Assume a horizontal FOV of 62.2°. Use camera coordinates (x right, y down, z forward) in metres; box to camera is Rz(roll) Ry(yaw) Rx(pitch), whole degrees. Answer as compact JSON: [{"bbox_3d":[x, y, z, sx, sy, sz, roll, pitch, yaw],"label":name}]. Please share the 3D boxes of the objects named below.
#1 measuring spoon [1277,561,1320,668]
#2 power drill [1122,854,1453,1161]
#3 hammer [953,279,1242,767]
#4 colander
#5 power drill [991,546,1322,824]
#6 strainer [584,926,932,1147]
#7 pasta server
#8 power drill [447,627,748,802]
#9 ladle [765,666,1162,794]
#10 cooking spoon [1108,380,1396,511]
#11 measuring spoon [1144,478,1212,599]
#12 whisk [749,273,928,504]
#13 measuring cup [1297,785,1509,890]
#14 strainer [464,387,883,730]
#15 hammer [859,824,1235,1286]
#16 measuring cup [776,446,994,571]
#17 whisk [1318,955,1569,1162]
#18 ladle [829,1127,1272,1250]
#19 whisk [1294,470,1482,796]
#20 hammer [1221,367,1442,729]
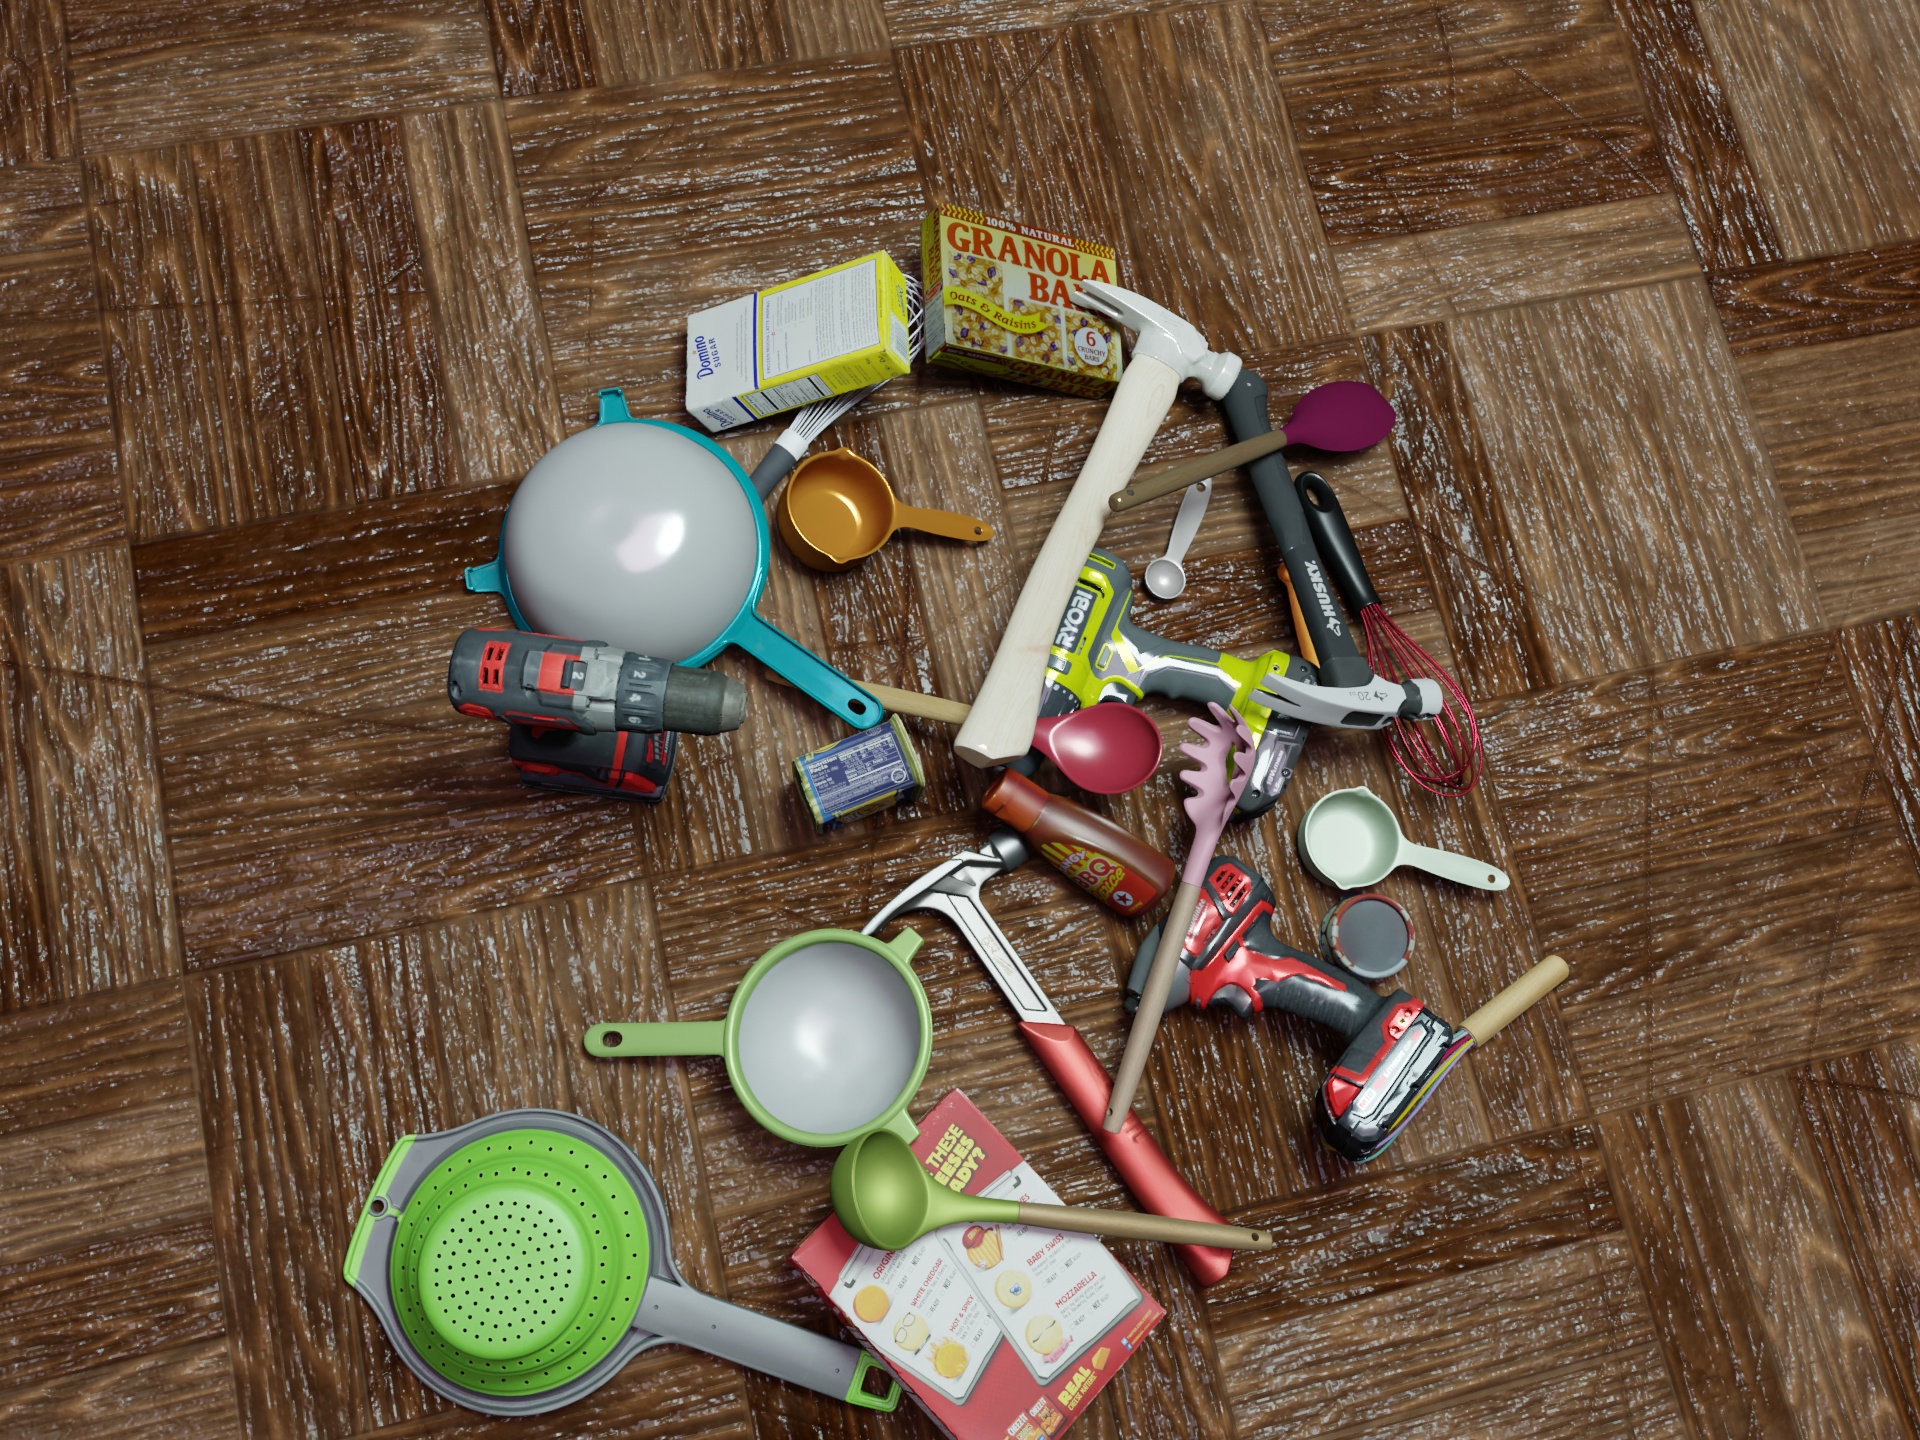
[{"bbox_3d":[0.279,-0.073,1.289,0.021,0.011,0.117,-14,82,-11],"label":"measuring spoon"},{"bbox_3d":[0.231,0.212,1.161,0.220,0.078,0.143,37,74,22],"label":"power drill"},{"bbox_3d":[0.081,-0.151,1.198,0.146,0.038,0.411,28,67,-7],"label":"hammer"},{"bbox_3d":[-0.225,0.395,1.077,0.397,0.094,0.204,20,75,-1],"label":"colander"},{"bbox_3d":[0.145,-0.010,1.225,0.228,0.080,0.191,23,75,2],"label":"power drill"},{"bbox_3d":[-0.140,0.232,1.150,0.256,0.069,0.152,-3,72,11],"label":"strainer"},{"bbox_3d":[0.152,0.142,1.145,0.040,0.060,0.316,22,84,-33],"label":"pasta server"},{"bbox_3d":[-0.240,-0.003,1.101,0.188,0.226,0.080,7,76,-4],"label":"power drill"},{"bbox_3d":[-0.002,-0.004,1.188,0.315,0.031,0.069,13,77,16],"label":"ladle"},{"bbox_3d":[0.234,-0.214,1.247,0.319,0.017,0.069,-25,69,-32],"label":"cooking spoon"},{"bbox_3d":[0.179,-0.150,1.296,0.034,0.018,0.124,26,68,-7],"label":"measuring spoon"},{"bbox_3d":[-0.114,-0.243,1.264,0.070,0.070,0.284,36,80,3],"label":"whisk"},{"bbox_3d":[0.342,0.106,1.239,0.167,0.038,0.083,16,75,-4],"label":"measuring cup"},{"bbox_3d":[-0.201,-0.100,1.174,0.340,0.095,0.211,35,85,9],"label":"strainer"},{"bbox_3d":[0.076,0.261,1.172,0.149,0.036,0.359,-33,82,-12],"label":"hammer"},{"bbox_3d":[-0.061,-0.155,1.254,0.173,0.052,0.095,7,74,-23],"label":"measuring cup"},{"bbox_3d":[0.371,0.254,1.204,0.245,0.047,0.051,-32,81,-16],"label":"whisk"},{"bbox_3d":[0.067,0.332,1.076,0.320,0.062,0.078,10,56,-12],"label":"ladle"},{"bbox_3d":[0.335,-0.073,1.273,0.073,0.073,0.296,-19,73,-10],"label":"whisk"},{"bbox_3d":[0.255,-0.143,1.242,0.146,0.035,0.335,-2,60,-21],"label":"hammer"}]
